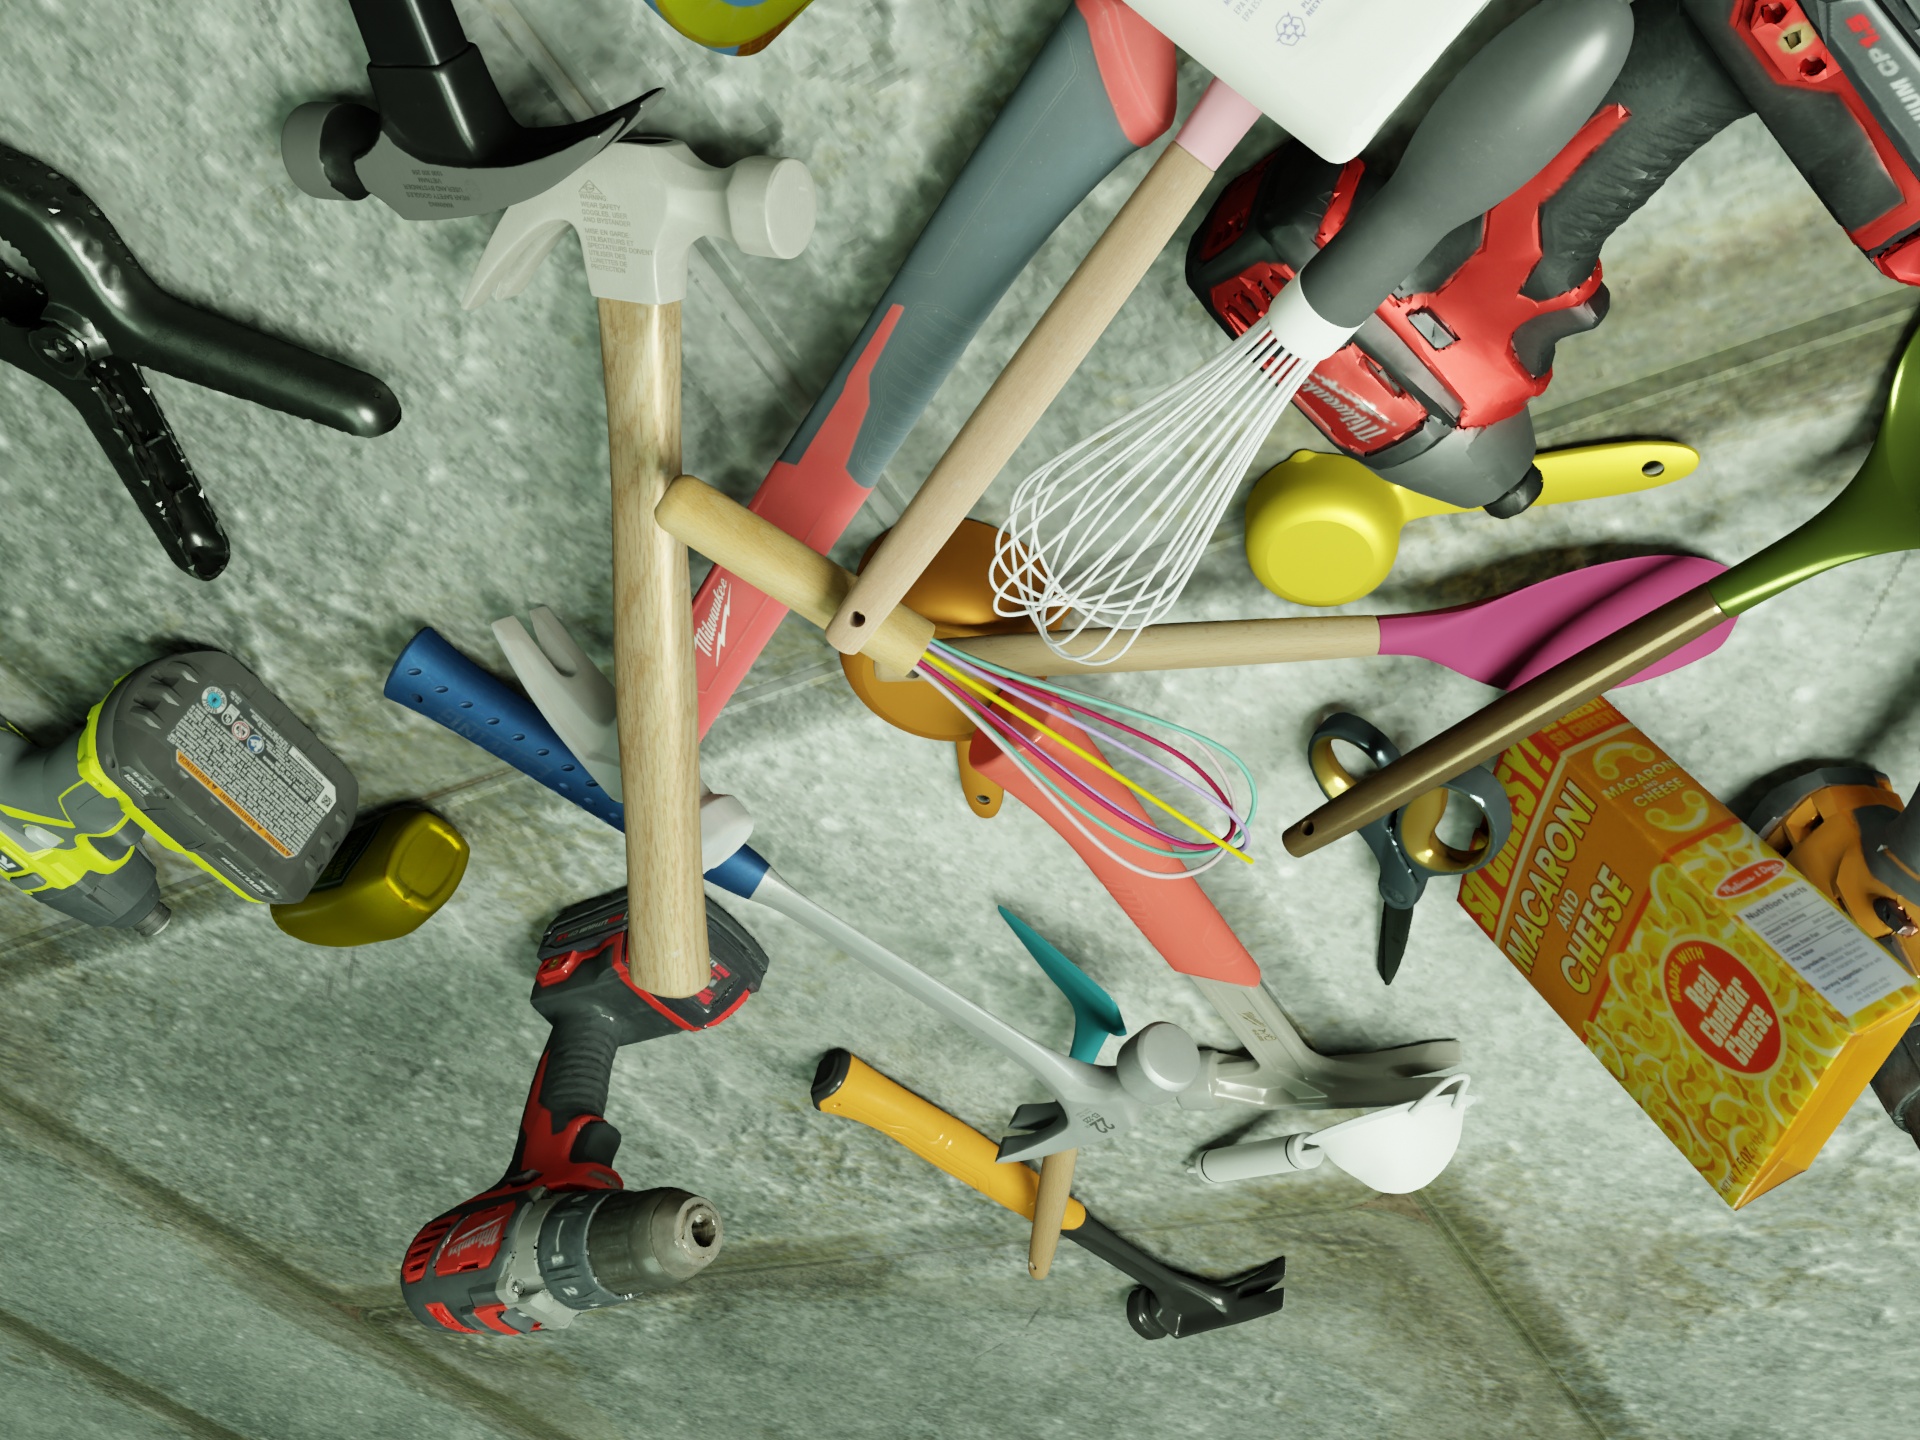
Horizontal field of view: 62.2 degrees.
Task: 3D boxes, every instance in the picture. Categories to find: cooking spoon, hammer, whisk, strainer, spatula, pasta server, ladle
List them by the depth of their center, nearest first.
[{"bbox_3d":[-0.184,-0.292,0.415,0.146,0.035,0.334,12,137,26],"label":"hammer"},{"bbox_3d":[0.049,-0.138,0.454,0.060,0.040,0.316,37,112,-2],"label":"pasta server"},{"bbox_3d":[0.083,-0.099,0.459,0.070,0.070,0.284,27,146,-12],"label":"whisk"},{"bbox_3d":[0.230,-0.030,0.544,0.062,0.078,0.320,14,140,-42],"label":"ladle"},{"bbox_3d":[0.005,-0.014,0.549,0.245,0.047,0.051,31,120,-13],"label":"whisk"},{"bbox_3d":[-0.058,-0.102,0.576,0.143,0.038,0.386,48,129,11],"label":"hammer"},{"bbox_3d":[0.127,-0.031,0.586,0.319,0.017,0.068,-3,137,0],"label":"cooking spoon"},{"bbox_3d":[-0.117,-0.042,0.592,0.130,0.031,0.331,14,117,23],"label":"hammer"},{"bbox_3d":[0.111,0.094,0.716,0.149,0.037,0.358,-11,141,26],"label":"hammer"},{"bbox_3d":[-0.089,0.086,0.756,0.405,0.035,0.144,33,139,-6],"label":"hammer"},{"bbox_3d":[0.188,0.228,0.838,0.086,0.050,0.258,-2,162,-23],"label":"strainer"},{"bbox_3d":[0.050,0.222,0.874,0.082,0.044,0.317,37,139,33],"label":"spatula"},{"bbox_3d":[0.050,0.294,0.984,0.336,0.034,0.127,37,134,-22],"label":"hammer"}]

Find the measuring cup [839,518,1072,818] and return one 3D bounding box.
[{"bbox_3d":[-0.001,-0.002,0.670,0.095,0.052,0.173,4,134,12],"label":"measuring cup"}]

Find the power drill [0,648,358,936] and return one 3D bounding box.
[{"bbox_3d":[-0.433,0.048,0.834,0.223,0.080,0.171,-10,131,30],"label":"power drill"}]

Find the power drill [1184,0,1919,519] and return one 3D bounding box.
[{"bbox_3d":[0.182,-0.134,0.441,0.143,0.079,0.219,40,146,-21],"label":"power drill"}]

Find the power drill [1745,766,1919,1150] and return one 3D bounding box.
[{"bbox_3d":[0.359,0.046,0.524,0.084,0.186,0.226,5,135,-7],"label":"power drill"}]

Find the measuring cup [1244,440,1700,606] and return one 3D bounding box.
[{"bbox_3d":[0.176,-0.072,0.561,0.156,0.029,0.062,-7,133,26],"label":"measuring cup"}]

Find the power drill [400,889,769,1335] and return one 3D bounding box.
[{"bbox_3d":[-0.170,0.191,0.793,0.188,0.227,0.080,-21,127,33],"label":"power drill"}]
